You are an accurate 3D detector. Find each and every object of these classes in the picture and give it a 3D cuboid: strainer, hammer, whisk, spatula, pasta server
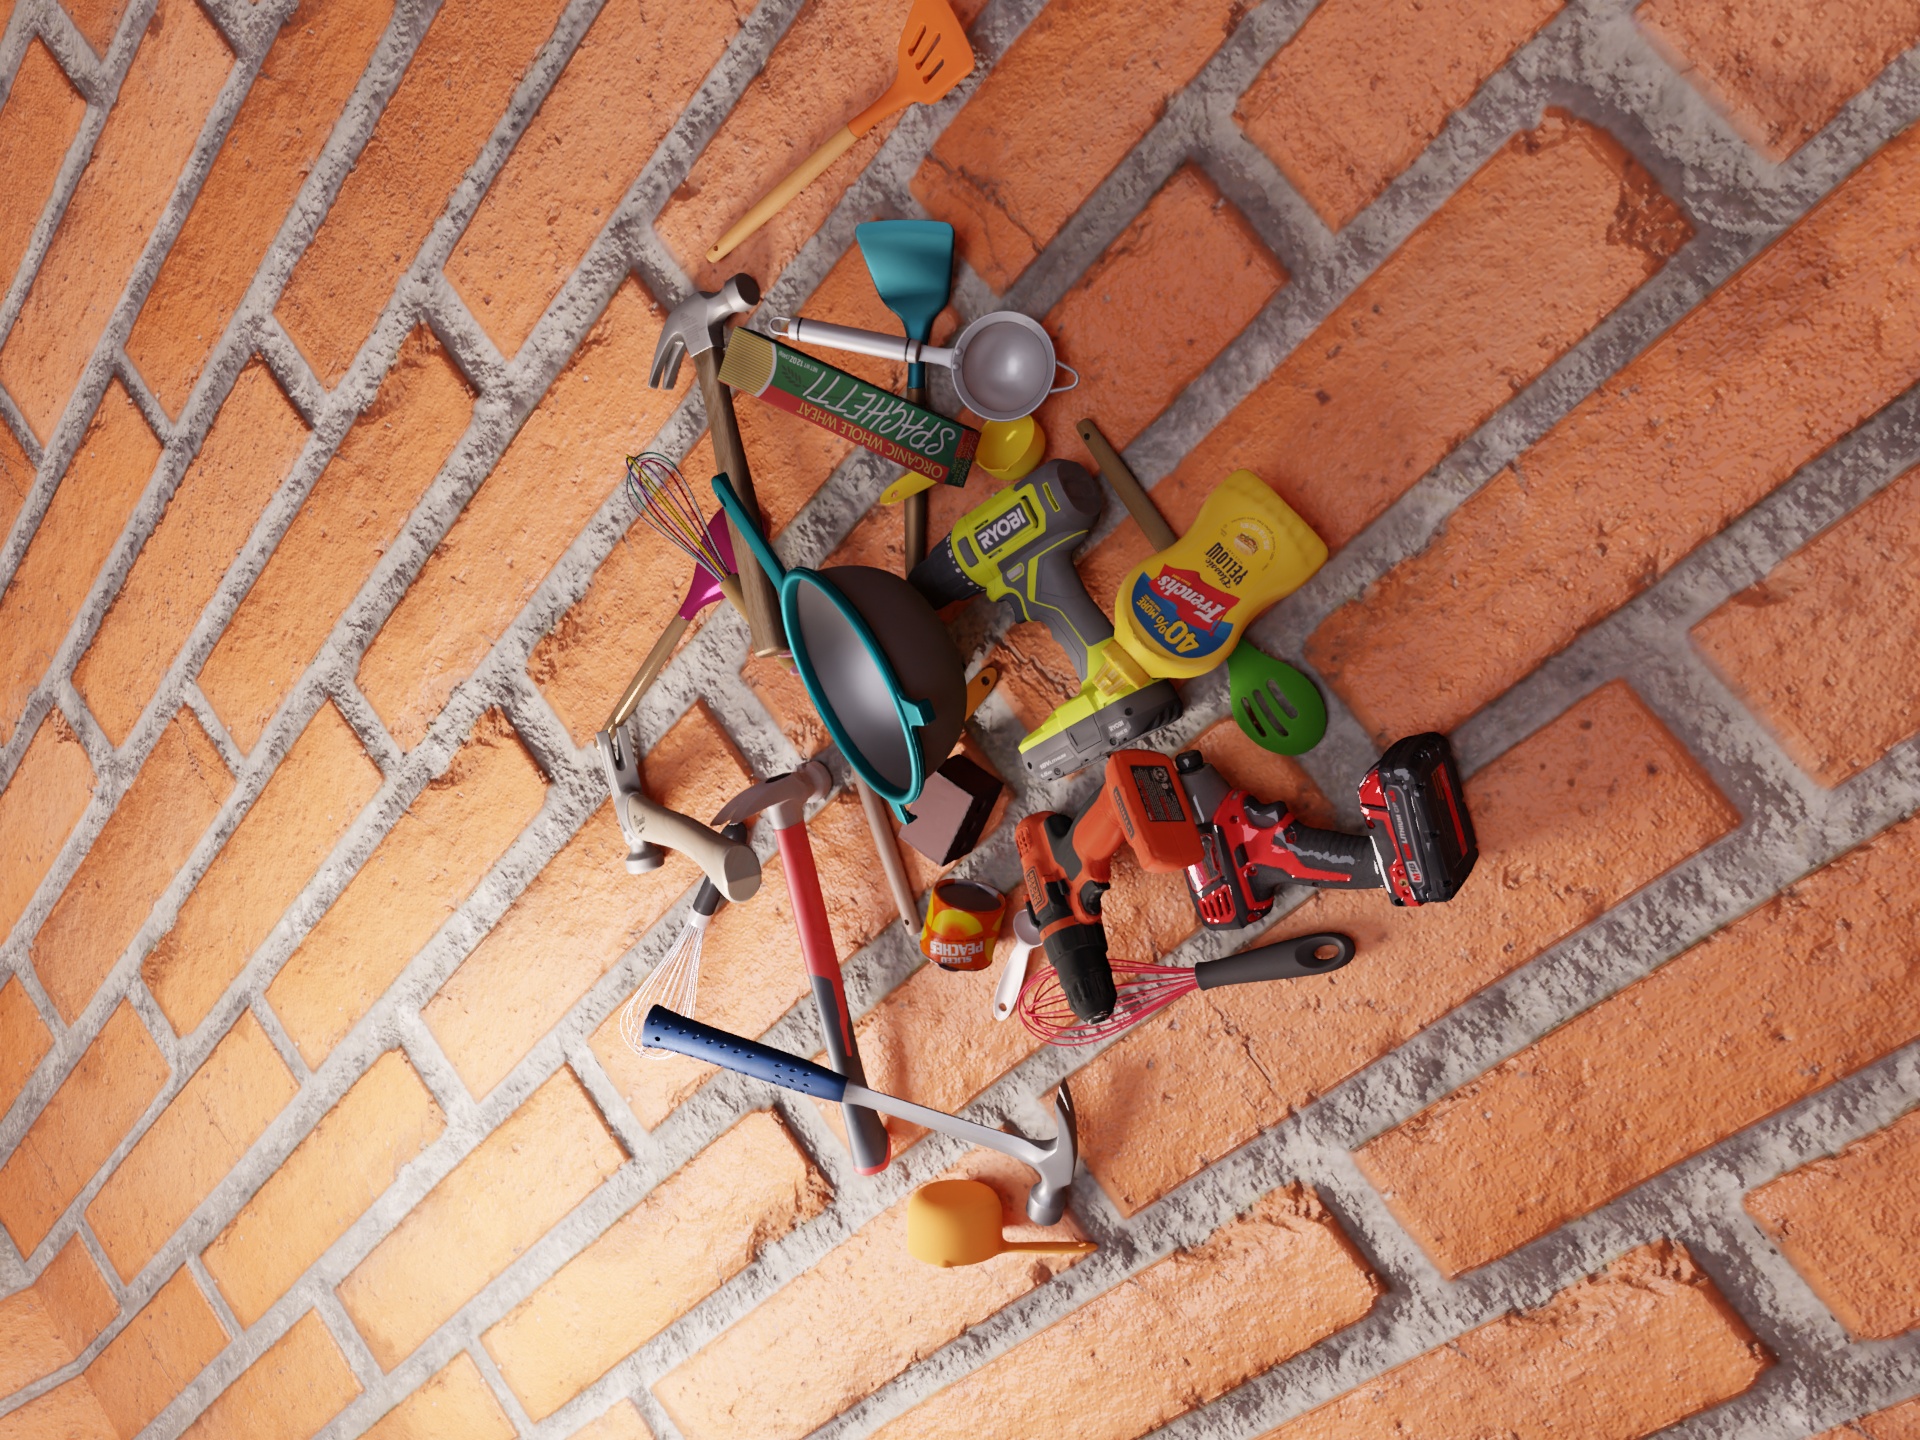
[{"bbox_3d":[-0.089,-0.093,1.317,0.341,0.095,0.210,55,159,22],"label":"strainer"},{"bbox_3d":[-0.252,0.089,1.403,0.411,0.038,0.146,8,112,66],"label":"hammer"},{"bbox_3d":[0.177,0.212,1.291,0.296,0.073,0.073,-17,92,27],"label":"whisk"},{"bbox_3d":[-0.042,-0.250,1.324,0.082,0.044,0.317,3,105,12],"label":"spatula"},{"bbox_3d":[-0.268,0.218,1.565,0.070,0.070,0.284,32,111,21],"label":"whisk"},{"bbox_3d":[-0.203,-0.218,1.413,0.130,0.031,0.331,-17,83,36],"label":"hammer"},{"bbox_3d":[-0.095,0.045,1.429,0.060,0.040,0.316,-16,94,40],"label":"pasta server"},{"bbox_3d":[-0.225,-0.146,1.449,0.245,0.051,0.047,52,143,-3],"label":"whisk"},{"bbox_3d":[-0.090,0.327,1.413,0.405,0.035,0.144,16,119,9],"label":"hammer"},{"bbox_3d":[-0.029,-0.296,1.273,0.258,0.050,0.087,13,99,7],"label":"strainer"},{"bbox_3d":[-0.131,0.240,1.447,0.038,0.143,0.386,-6,102,31],"label":"hammer"},{"bbox_3d":[-0.110,-0.476,1.317,0.322,0.041,0.081,-29,86,34],"label":"spatula"}]

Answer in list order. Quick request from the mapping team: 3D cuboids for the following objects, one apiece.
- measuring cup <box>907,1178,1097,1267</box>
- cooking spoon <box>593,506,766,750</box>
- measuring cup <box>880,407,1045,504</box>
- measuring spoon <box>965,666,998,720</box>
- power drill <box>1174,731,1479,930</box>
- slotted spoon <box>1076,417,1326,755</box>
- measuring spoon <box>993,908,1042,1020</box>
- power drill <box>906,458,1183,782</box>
[{"bbox_3d":[0.036,0.448,1.427,0.173,0.095,0.052,-2,95,13],"label":"measuring cup"},{"bbox_3d":[-0.275,-0.082,1.521,0.069,0.017,0.318,47,119,14],"label":"cooking spoon"},{"bbox_3d":[0.002,-0.205,1.304,0.156,0.029,0.062,-21,58,31],"label":"measuring cup"},{"bbox_3d":[-0.002,-0.004,1.379,0.021,0.011,0.117,47,117,14],"label":"measuring spoon"},{"bbox_3d":[0.260,0.079,1.194,0.220,0.078,0.143,-12,101,36],"label":"power drill"},{"bbox_3d":[0.178,-0.106,1.234,0.070,0.031,0.314,-39,79,35],"label":"slotted spoon"},{"bbox_3d":[0.052,0.214,1.394,0.034,0.018,0.124,30,122,22],"label":"measuring spoon"},{"bbox_3d":[0.062,-0.072,1.284,0.190,0.080,0.228,-31,82,37],"label":"power drill"}]
